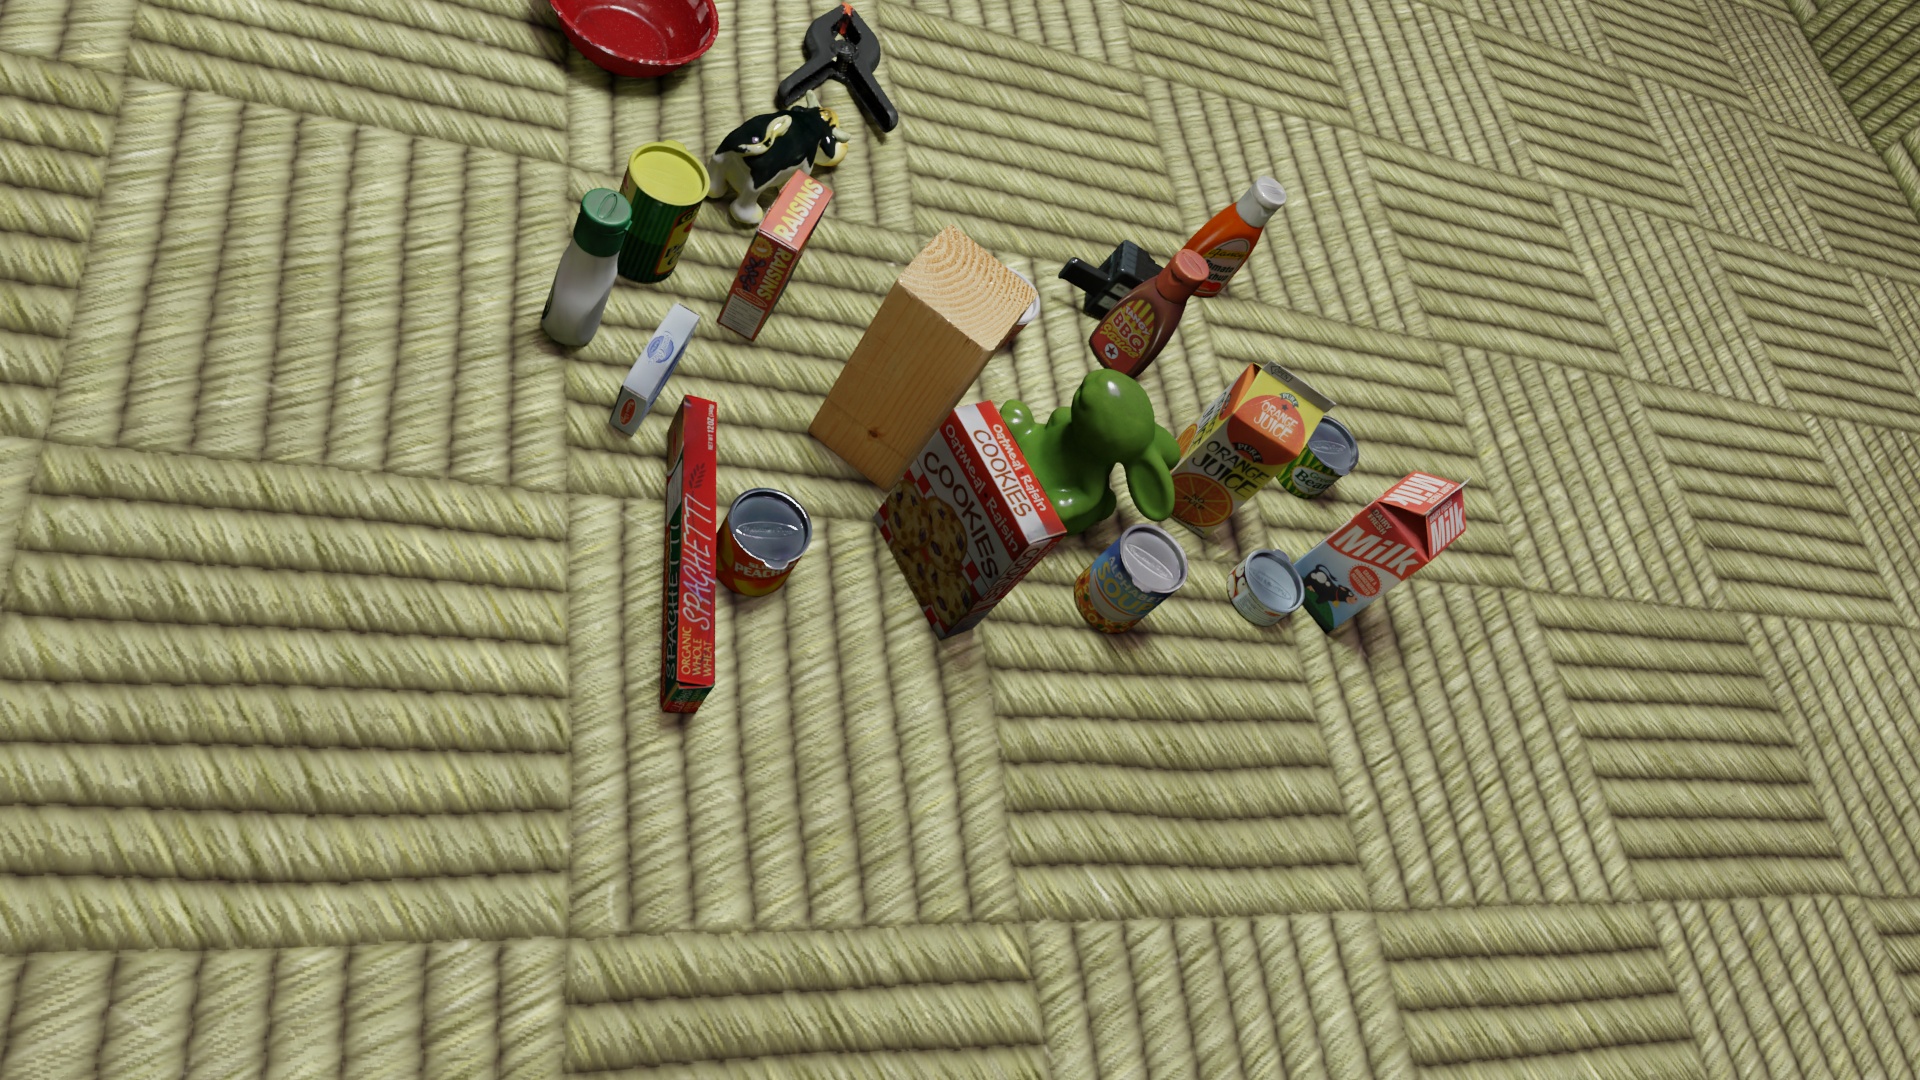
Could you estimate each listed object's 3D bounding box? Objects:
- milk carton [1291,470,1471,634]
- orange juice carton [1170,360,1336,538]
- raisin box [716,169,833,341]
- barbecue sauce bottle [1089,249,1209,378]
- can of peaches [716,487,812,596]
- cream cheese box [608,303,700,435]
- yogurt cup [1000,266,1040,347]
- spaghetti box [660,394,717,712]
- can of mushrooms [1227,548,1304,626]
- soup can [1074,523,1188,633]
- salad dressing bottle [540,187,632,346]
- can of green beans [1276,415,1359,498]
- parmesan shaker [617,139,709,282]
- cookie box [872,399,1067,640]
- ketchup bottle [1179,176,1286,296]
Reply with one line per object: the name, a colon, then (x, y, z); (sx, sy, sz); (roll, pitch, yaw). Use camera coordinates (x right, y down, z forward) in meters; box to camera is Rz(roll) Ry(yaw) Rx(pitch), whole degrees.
milk carton: (0.387, 0.003, 1.272); (0.073, 0.189, 0.073); (-31, 78, -38)
orange juice carton: (0.253, -0.089, 1.256); (0.072, 0.191, 0.073); (33, 51, -7)
raisin box: (-0.158, -0.240, 1.176); (0.040, 0.122, 0.086); (30, 51, -9)
barbecue sauce bottle: (0.183, -0.218, 1.328); (0.044, 0.147, 0.065); (-30, 78, -38)
can of peaches: (-0.154, 0.004, 1.065); (0.071, 0.057, 0.071); (14, 55, -21)
cream cheese box: (-0.245, -0.137, 1.109); (0.024, 0.053, 0.104); (29, 51, -10)
yogurt cup: (0.034, -0.217, 1.309); (0.072, 0.053, 0.073); (14, 55, -21)
spaghetti box: (-0.203, 0.007, 1.042); (0.029, 0.050, 0.251); (9, 57, -24)
can of mushrooms: (0.284, 0.043, 1.293); (0.071, 0.033, 0.071); (14, 55, -21)
soup can: (0.144, 0.035, 1.189); (0.071, 0.083, 0.071); (14, 55, -21)
salad dressing bottle: (-0.287, -0.210, 1.071); (0.044, 0.147, 0.064); (26, 52, -12)
can of green beans: (0.355, -0.083, 1.395); (0.071, 0.057, 0.071); (14, 55, -21)
parmesan shaker: (-0.255, -0.273, 1.157); (0.071, 0.102, 0.071); (14, 55, -21)
cookie box: (0.004, -0.014, 1.091); (0.040, 0.166, 0.123); (-17, 70, -35)
ketchup bottle: (0.280, -0.316, 1.442); (0.065, 0.148, 0.044); (9, 57, -24)
